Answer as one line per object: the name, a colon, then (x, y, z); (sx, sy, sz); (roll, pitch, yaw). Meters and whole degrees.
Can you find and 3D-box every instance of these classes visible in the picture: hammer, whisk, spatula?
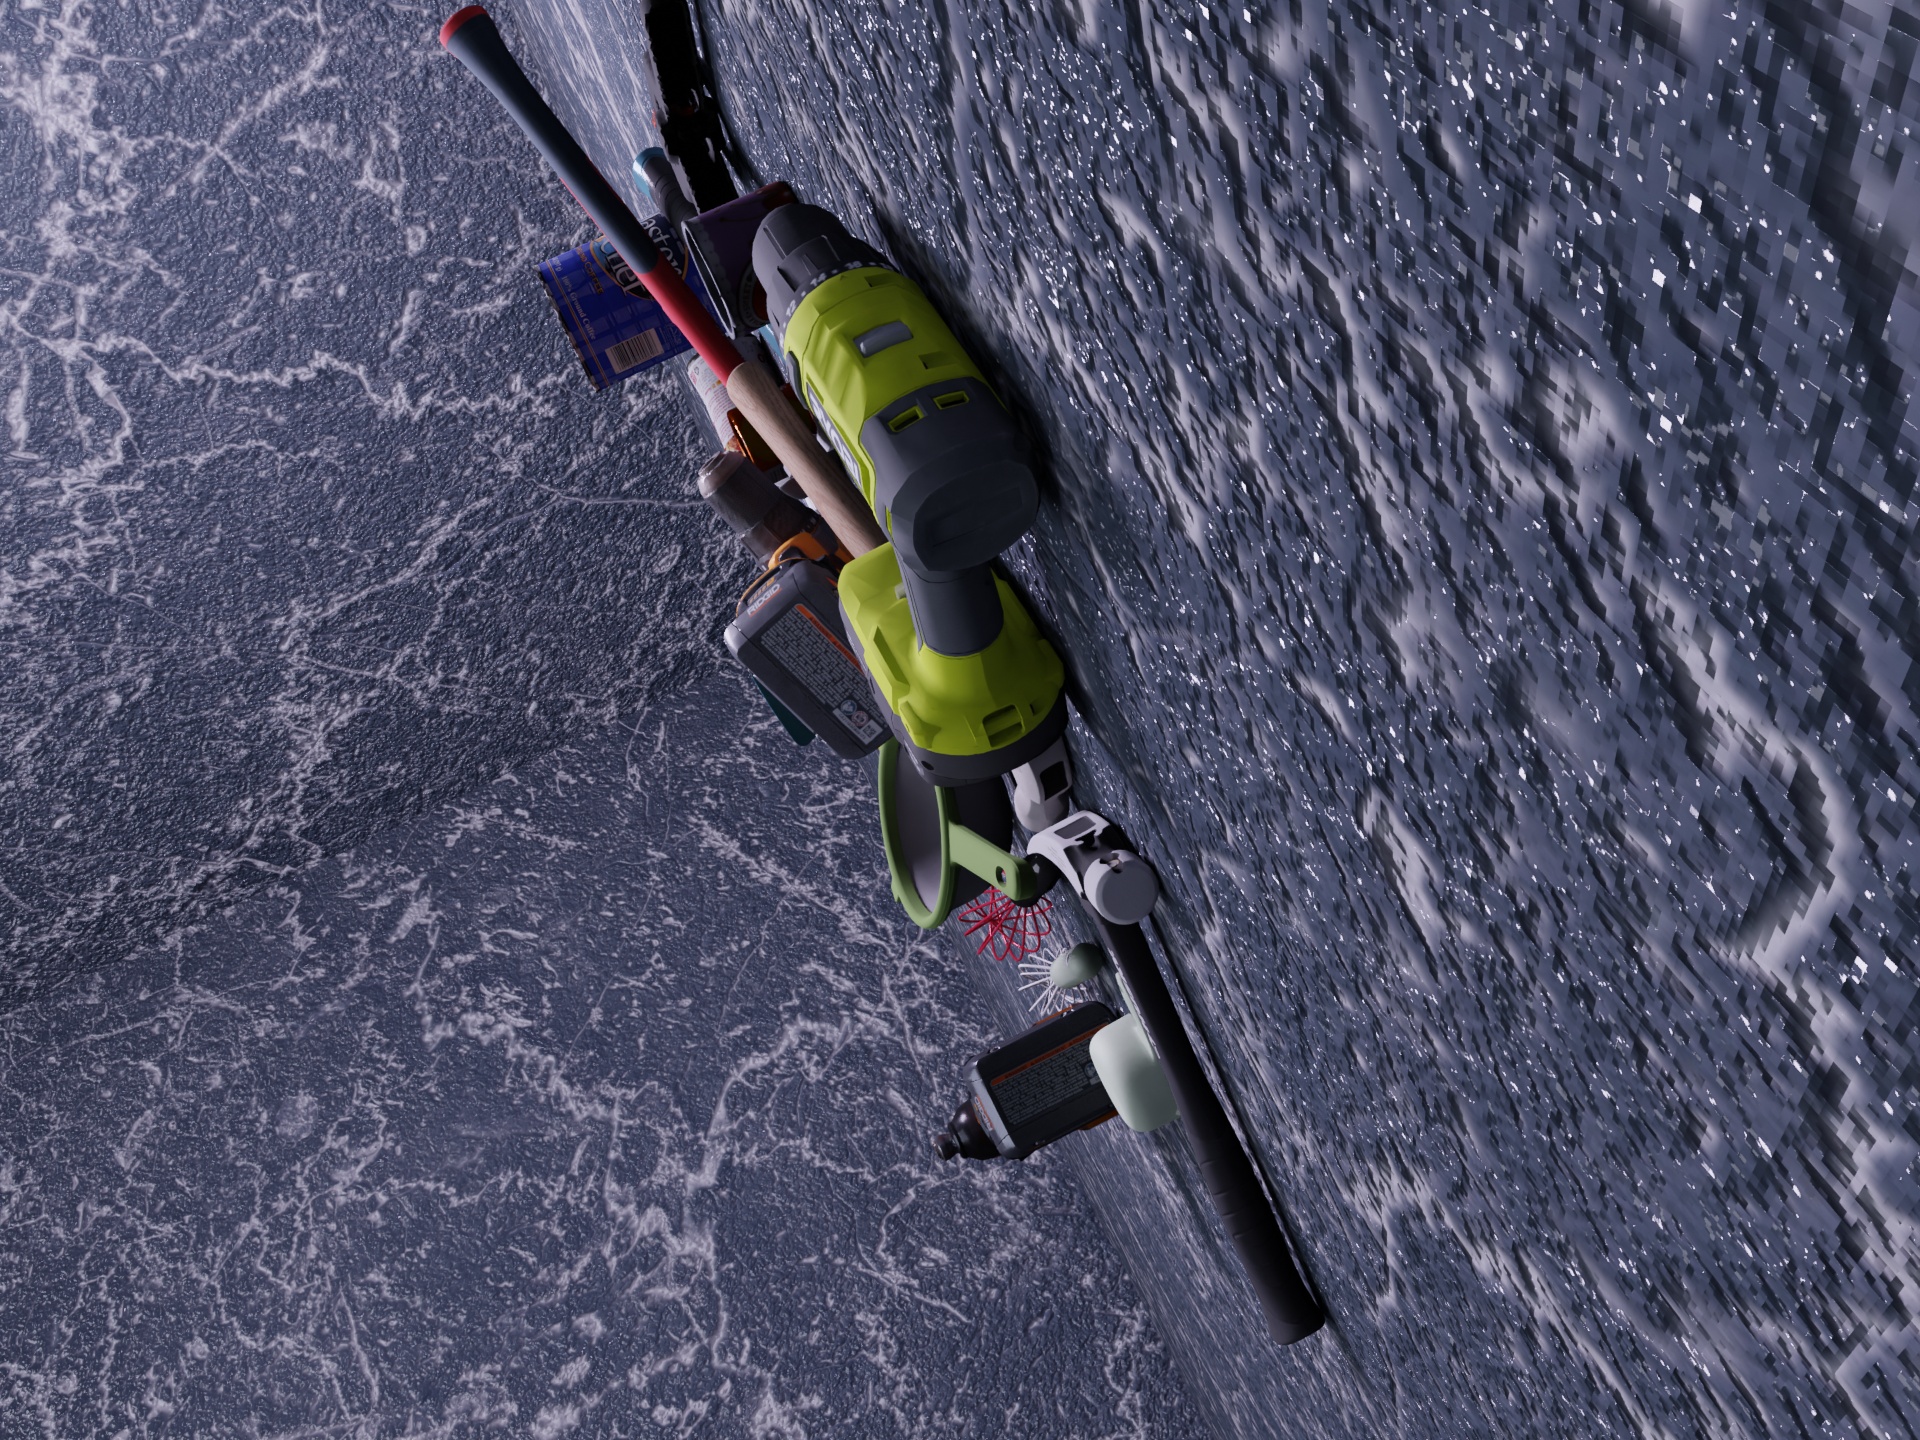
hammer: (-0.143, -0.285, 1.021); (0.331, 0.033, 0.128); (55, 170, 38)
hammer: (-0.214, -0.311, 1.067); (0.386, 0.038, 0.143); (52, -173, -9)
whisk: (0.043, 0.124, 1.123); (0.073, 0.073, 0.295); (63, 168, 11)
whisk: (0.078, 0.187, 1.173); (0.059, 0.058, 0.246); (29, 167, 3)
spatula: (-0.091, -0.041, 1.228); (0.082, 0.044, 0.317); (58, -170, 0)
hammer: (0.122, 0.197, 0.853); (0.334, 0.035, 0.146); (65, 173, -16)
hammer: (-0.041, -0.088, 0.894); (0.332, 0.031, 0.130); (53, 167, 24)

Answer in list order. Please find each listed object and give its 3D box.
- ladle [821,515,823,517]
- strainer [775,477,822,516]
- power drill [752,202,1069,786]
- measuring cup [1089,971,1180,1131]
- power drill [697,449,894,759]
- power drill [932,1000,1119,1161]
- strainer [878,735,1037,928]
ladle: (-0.039, -0.041, 1.281); (0.315, 0.031, 0.069); (62, 173, 5)
strainer: (-0.127, -0.182, 1.381); (0.259, 0.050, 0.086); (58, 158, 19)
power drill: (-0.023, -0.094, 0.684); (0.191, 0.080, 0.228); (59, 170, 35)
measuring cup: (0.105, 0.213, 1.035); (0.083, 0.038, 0.167); (59, 174, 39)
power drill: (-0.103, -0.086, 1.042); (0.185, 0.084, 0.226); (45, -168, -19)
power drill: (0.054, 0.289, 1.218); (0.084, 0.164, 0.226); (63, 172, 16)
strainer: (0.015, 0.070, 1.028); (0.256, 0.069, 0.151); (-156, 62, -67)
